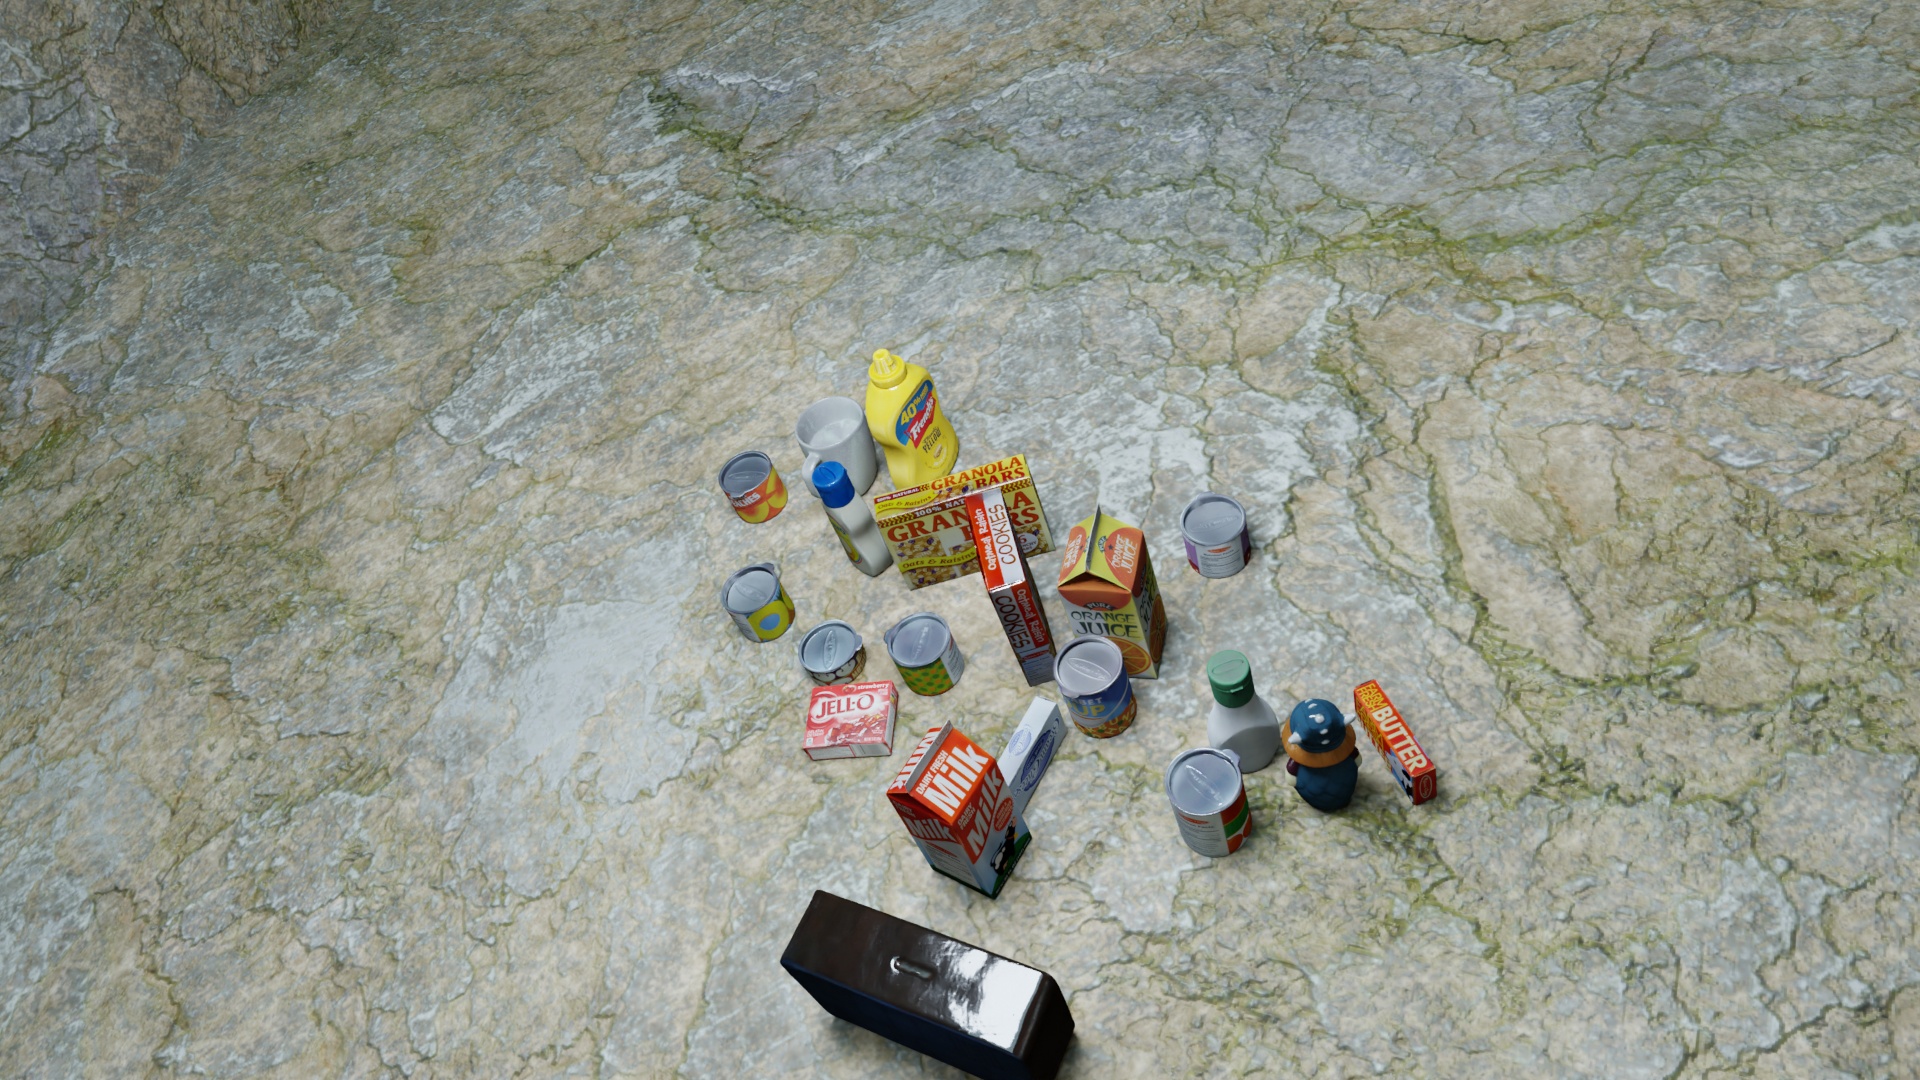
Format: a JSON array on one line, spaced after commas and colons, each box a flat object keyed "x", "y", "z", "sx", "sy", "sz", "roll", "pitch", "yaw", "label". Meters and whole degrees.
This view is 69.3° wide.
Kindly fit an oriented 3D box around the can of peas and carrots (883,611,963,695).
[{"x": -0.037, "y": 0.116, "z": 1.416, "sx": 0.071, "sy": 0.058, "sz": 0.071, "roll": -10, "pitch": 50, "yaw": 12, "label": "can of peas and carrots"}]

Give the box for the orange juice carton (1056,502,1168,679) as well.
[{"x": 0.143, "y": 0.050, "z": 1.318, "sx": 0.073, "sy": 0.191, "sz": 0.072, "roll": 2, "pitch": 53, "yaw": 21, "label": "orange juice carton"}]

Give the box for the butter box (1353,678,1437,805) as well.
[{"x": 0.382, "y": 0.177, "z": 1.223, "sx": 0.024, "sy": 0.053, "sz": 0.104, "roll": -24, "pitch": 48, "yaw": -1, "label": "butter box"}]

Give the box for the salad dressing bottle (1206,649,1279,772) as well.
[{"x": 0.246, "y": 0.151, "z": 1.229, "sx": 0.064, "sy": 0.147, "sz": 0.044, "roll": -20, "pitch": 48, "yaw": 3, "label": "salad dressing bottle"}]

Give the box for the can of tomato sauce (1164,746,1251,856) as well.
[{"x": 0.219, "y": 0.228, "z": 1.218, "sx": 0.071, "sy": 0.082, "sz": 0.071, "roll": -10, "pitch": 50, "yaw": 12, "label": "can of tomato sauce"}]

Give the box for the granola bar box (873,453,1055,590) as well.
[{"x": 0.005, "y": -0.018, "z": 1.468, "sx": 0.165, "sy": 0.123, "sz": 0.039, "roll": -16, "pitch": 49, "yaw": 6, "label": "granola bar box"}]

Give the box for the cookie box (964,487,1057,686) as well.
[{"x": 0.052, "y": 0.047, "z": 1.369, "sx": 0.040, "sy": 0.166, "sz": 0.123, "roll": -18, "pitch": 48, "yaw": 5, "label": "cookie box"}]

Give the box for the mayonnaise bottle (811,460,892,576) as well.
[{"x": -0.120, "y": -0.025, "z": 1.502, "sx": 0.041, "sy": 0.147, "sz": 0.065, "roll": -40, "pitch": 50, "yaw": -14, "label": "mayonnaise bottle"}]

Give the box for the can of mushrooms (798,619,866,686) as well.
[{"x": -0.132, "y": 0.119, "z": 1.463, "sx": 0.071, "sy": 0.033, "sz": 0.071, "roll": -10, "pitch": 50, "yaw": 12, "label": "can of mushrooms"}]

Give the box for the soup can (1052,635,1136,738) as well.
[{"x": 0.127, "y": 0.142, "z": 1.320, "sx": 0.071, "sy": 0.083, "sz": 0.072, "roll": -10, "pitch": 50, "yaw": 12, "label": "soup can"}]

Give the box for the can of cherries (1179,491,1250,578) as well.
[{"x": 0.260, "y": -0.006, "z": 1.413, "sx": 0.071, "sy": 0.058, "sz": 0.072, "roll": -10, "pitch": 50, "yaw": 12, "label": "can of cherries"}]

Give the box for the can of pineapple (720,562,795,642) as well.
[{"x": -0.219, "y": 0.068, "z": 1.519, "sx": 0.071, "sy": 0.057, "sz": 0.071, "roll": -10, "pitch": 50, "yaw": 12, "label": "can of pineapple"}]

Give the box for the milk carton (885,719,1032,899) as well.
[{"x": -0.004, "y": 0.233, "z": 1.220, "sx": 0.073, "sy": 0.189, "sz": 0.072, "roll": 19, "pitch": 60, "yaw": 31, "label": "milk carton"}]

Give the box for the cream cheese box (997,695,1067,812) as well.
[{"x": 0.064, "y": 0.204, "z": 1.312, "sx": 0.024, "sy": 0.053, "sz": 0.104, "roll": 16, "pitch": 59, "yaw": 30, "label": "cream cheese box"}]

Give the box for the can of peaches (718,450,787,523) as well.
[{"x": -0.244, "y": -0.061, "z": 1.634, "sx": 0.071, "sy": 0.057, "sz": 0.071, "roll": -10, "pitch": 50, "yaw": 12, "label": "can of peaches"}]
